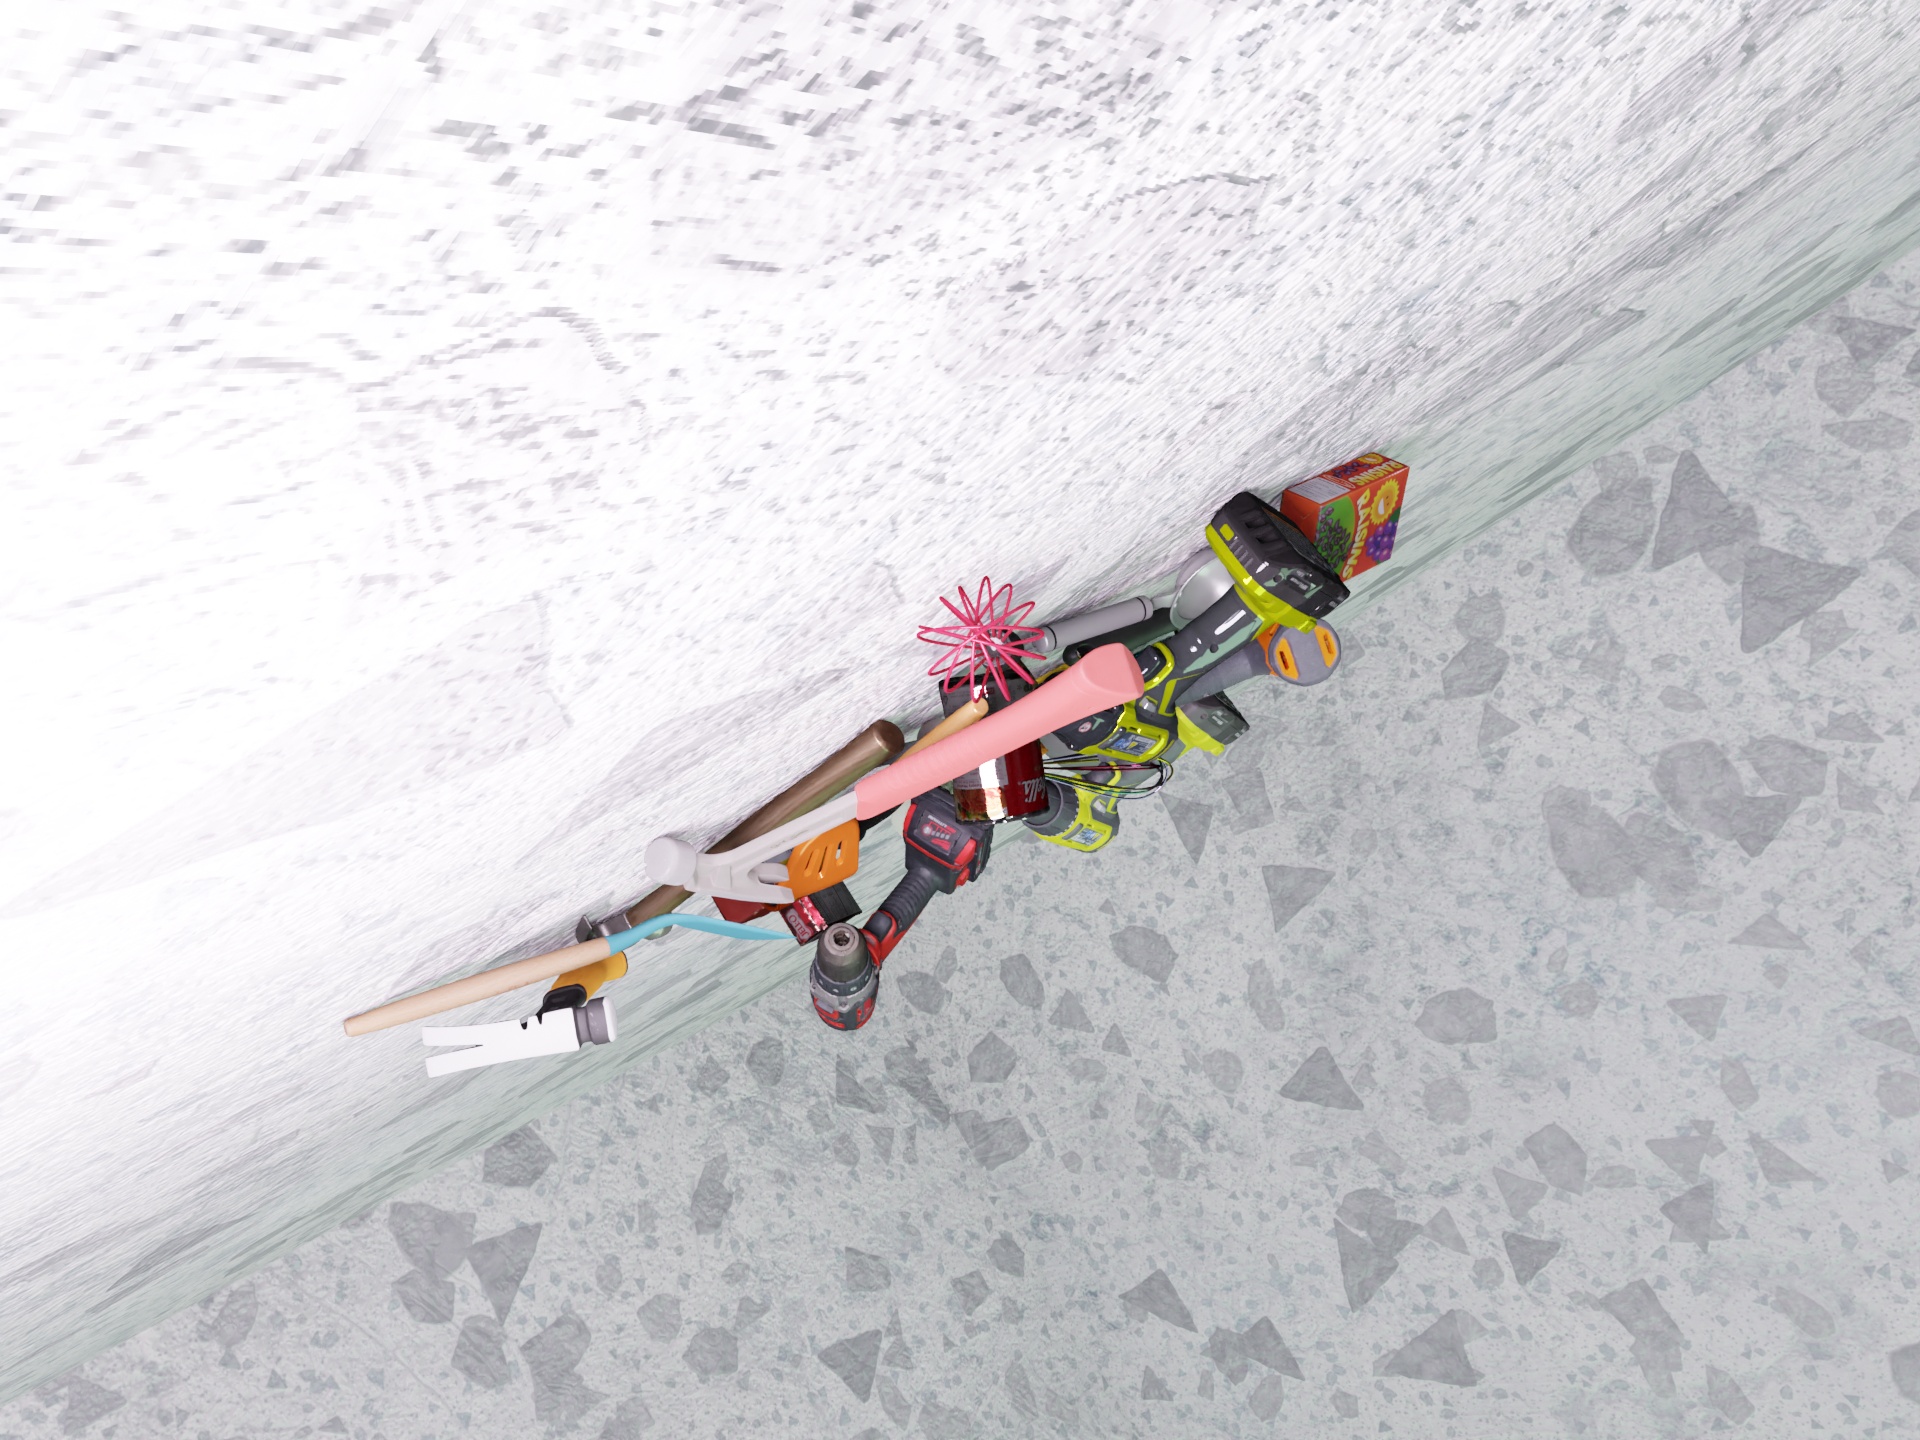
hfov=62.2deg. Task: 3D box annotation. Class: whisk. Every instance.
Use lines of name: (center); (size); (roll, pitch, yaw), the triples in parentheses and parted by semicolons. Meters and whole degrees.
whisk: (0.080, 0.040, 1.439); (0.245, 0.051, 0.047); (4, 170, -18)
whisk: (0.020, -0.045, 0.970); (0.073, 0.073, 0.296); (-32, 179, 4)
whisk: (0.184, -0.092, 1.357); (0.239, 0.055, 0.055); (-23, 169, -26)

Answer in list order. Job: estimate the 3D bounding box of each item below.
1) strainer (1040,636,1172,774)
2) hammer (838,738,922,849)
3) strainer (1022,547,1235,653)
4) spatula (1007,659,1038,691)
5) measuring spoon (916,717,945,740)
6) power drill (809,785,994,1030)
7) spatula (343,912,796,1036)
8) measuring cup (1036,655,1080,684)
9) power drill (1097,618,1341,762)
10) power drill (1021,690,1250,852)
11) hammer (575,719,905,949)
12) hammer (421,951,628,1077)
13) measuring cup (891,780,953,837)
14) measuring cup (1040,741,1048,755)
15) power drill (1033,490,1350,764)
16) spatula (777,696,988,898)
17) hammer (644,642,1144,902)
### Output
strainer: (0.173, -0.005, 1.669); (0.211, 0.095, 0.340); (-32, 174, 1)
hammer: (-0.058, 0.064, 1.344); (0.128, 0.033, 0.331); (-9, 168, -23)
strainer: (0.143, -0.090, 1.217); (0.258, 0.050, 0.086); (-19, 147, -33)
spatula: (0.057, -0.027, 1.287); (0.060, 0.018, 0.315); (-50, 167, 0)
measuring spoon: (-0.002, -0.004, 1.308); (0.034, 0.018, 0.124); (-25, -177, 30)
power drill: (-0.061, 0.167, 1.449); (0.227, 0.080, 0.187); (-54, 166, -24)
spatula: (-0.272, 0.179, 1.129); (0.317, 0.044, 0.082); (-14, -179, -33)
measuring cup: (0.058, -0.014, 1.402); (0.156, 0.029, 0.062); (-30, 172, -17)
power drill: (0.216, -0.045, 1.426); (0.226, 0.084, 0.164); (-20, -169, 5)
power drill: (0.158, 0.038, 1.561); (0.228, 0.080, 0.190); (-40, 154, 13)
hammer: (-0.171, 0.096, 1.205); (0.331, 0.031, 0.130); (-36, 172, 26)
hammer: (-0.307, 0.212, 1.217); (0.127, 0.034, 0.337); (-10, 180, -5)
measuring cup: (-0.010, 0.053, 1.590); (0.167, 0.038, 0.083); (-52, 161, 19)
measuring cup: (0.022, 0.045, 1.536); (0.095, 0.052, 0.173); (-32, 172, -19)
power drill: (0.162, -0.058, 1.170); (0.223, 0.080, 0.171); (-43, 152, 20)
spatula: (-0.055, 0.060, 1.165); (0.081, 0.041, 0.322); (-17, 166, -34)
hammer: (-0.034, 0.042, 1.057); (0.359, 0.037, 0.149); (-27, 156, 26)
